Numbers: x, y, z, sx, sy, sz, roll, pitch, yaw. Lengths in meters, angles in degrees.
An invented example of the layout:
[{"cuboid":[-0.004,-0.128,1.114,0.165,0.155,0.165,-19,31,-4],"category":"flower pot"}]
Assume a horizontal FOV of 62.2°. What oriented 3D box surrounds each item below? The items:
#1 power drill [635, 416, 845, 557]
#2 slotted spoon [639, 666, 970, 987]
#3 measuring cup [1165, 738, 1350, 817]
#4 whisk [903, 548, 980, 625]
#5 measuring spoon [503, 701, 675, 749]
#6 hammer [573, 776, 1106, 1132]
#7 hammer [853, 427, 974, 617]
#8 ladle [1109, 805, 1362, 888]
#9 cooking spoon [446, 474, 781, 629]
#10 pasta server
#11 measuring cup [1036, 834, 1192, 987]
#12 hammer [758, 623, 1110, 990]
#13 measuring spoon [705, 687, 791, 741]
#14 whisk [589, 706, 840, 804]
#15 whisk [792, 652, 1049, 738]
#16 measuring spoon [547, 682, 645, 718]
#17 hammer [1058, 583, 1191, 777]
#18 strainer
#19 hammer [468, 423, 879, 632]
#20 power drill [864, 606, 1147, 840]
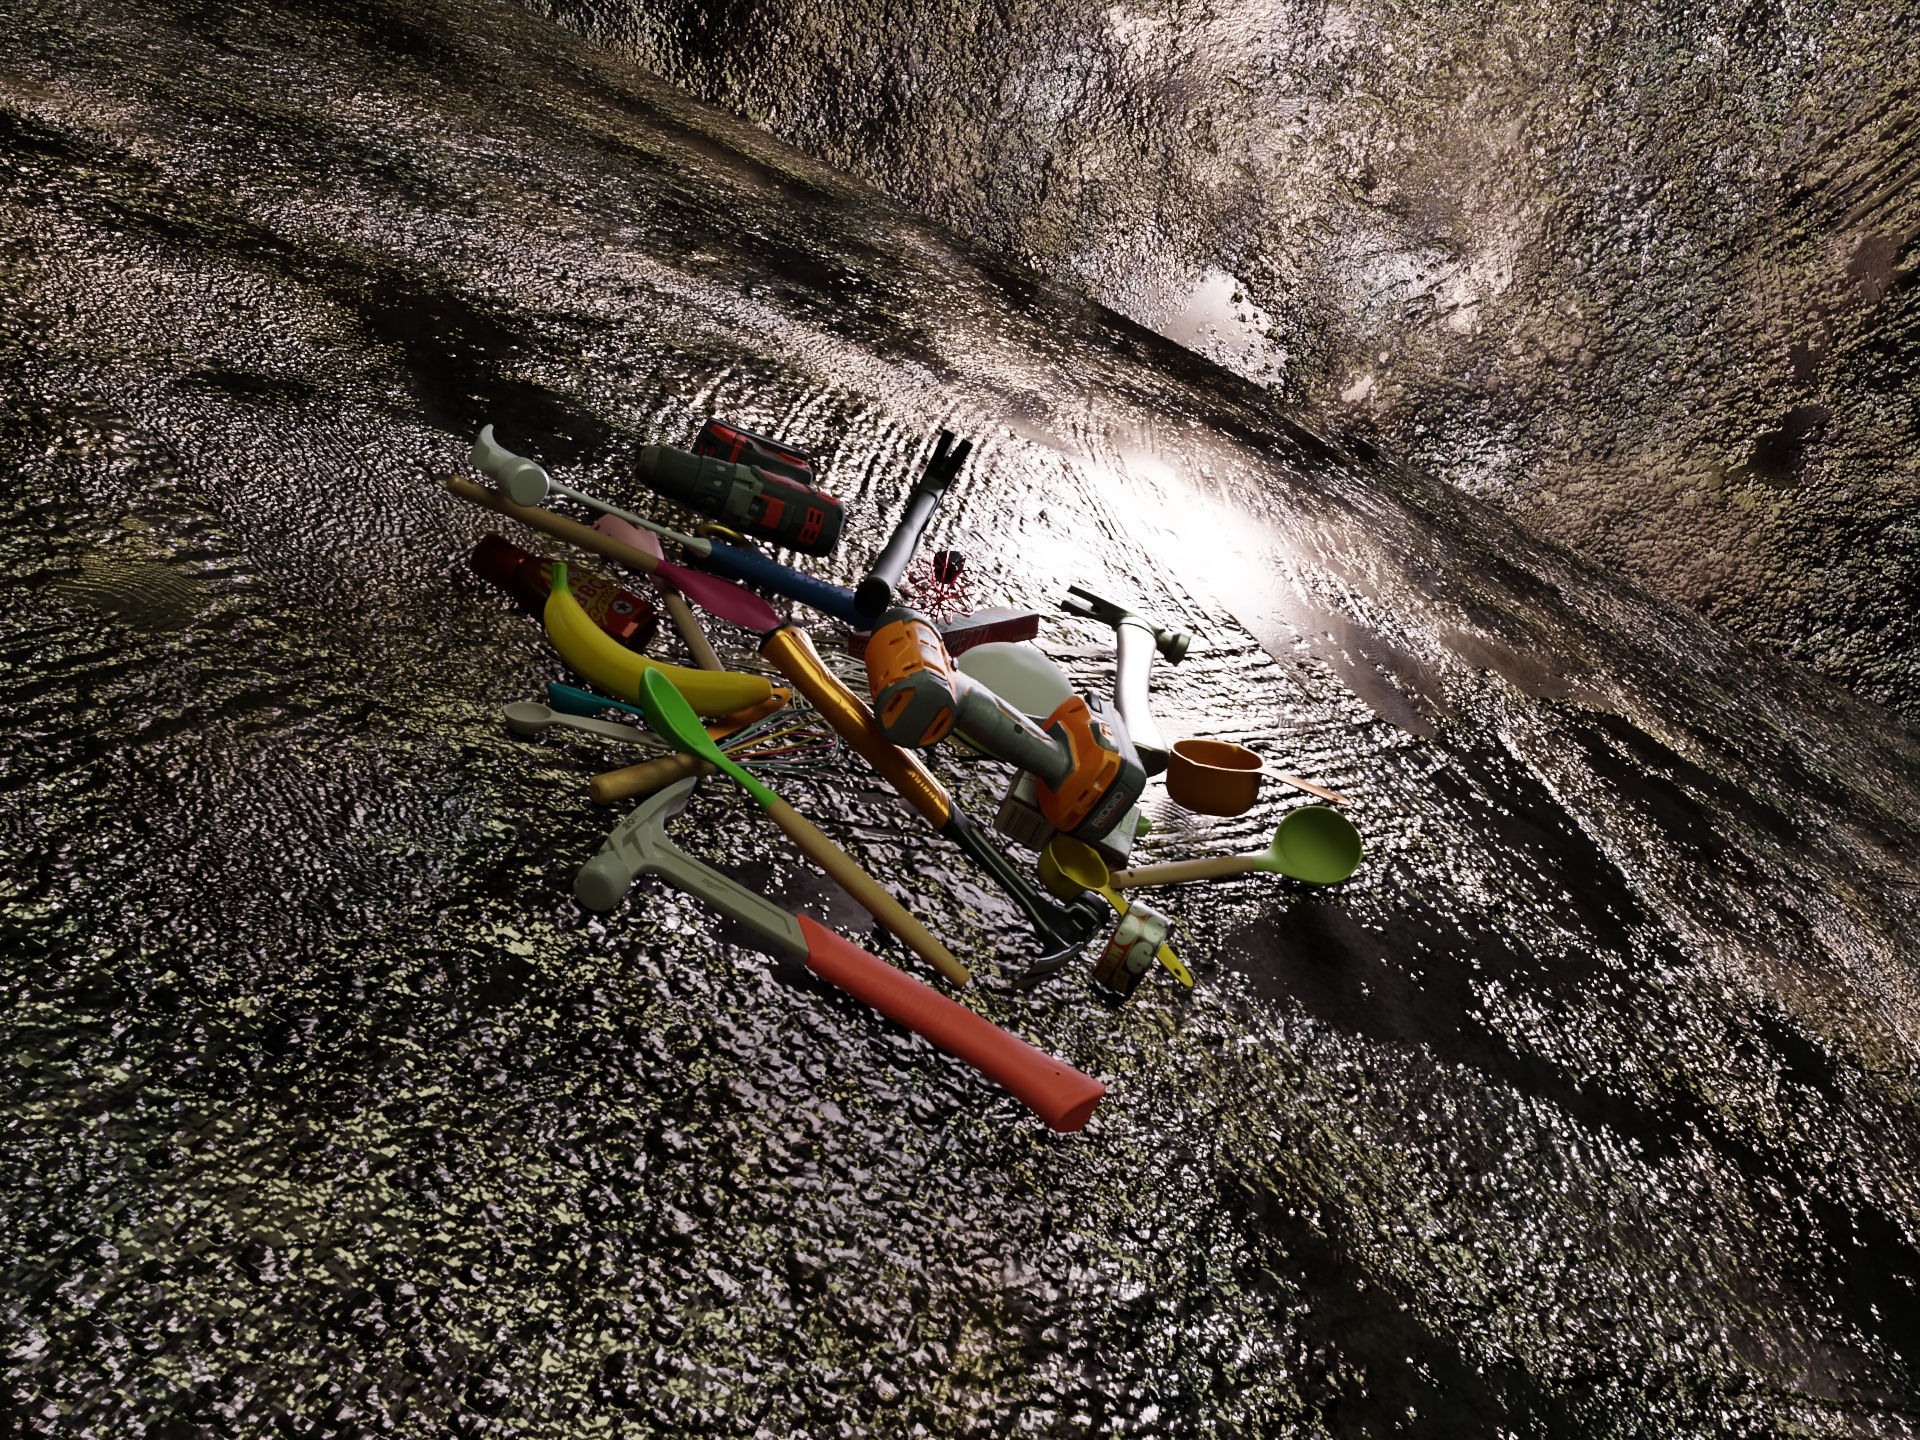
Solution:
[{"cuboid":[-0.212,-0.222,1.483,0.187,0.080,0.227,18,13,-18],"category":"power drill"},{"cuboid":[-0.113,0.077,1.108,0.314,0.031,0.070,42,6,6],"category":"slotted spoon"},{"cuboid":[0.266,0.067,1.438,0.174,0.052,0.095,21,20,29],"category":"measuring cup"},{"cuboid":[-0.015,-0.143,1.558,0.073,0.073,0.296,25,12,-4],"category":"whisk"},{"cuboid":[-0.263,0.010,1.131,0.124,0.018,0.034,12,22,-5],"category":"measuring spoon"},{"cuboid":[-0.068,0.158,1.042,0.359,0.036,0.149,29,27,6],"category":"hammer"},{"cuboid":[-0.051,-0.177,1.516,0.035,0.146,0.335,28,25,-4],"category":"hammer"},{"cuboid":[0.236,0.116,1.345,0.320,0.062,0.078,0,50,-47],"category":"ladle"},{"cuboid":[-0.274,-0.136,1.306,0.318,0.017,0.069,21,28,-40],"category":"cooking spoon"},{"cuboid":[-0.239,-0.085,1.337,0.060,0.040,0.317,3,39,-39],"category":"pasta server"},{"cuboid":[0.119,0.155,1.239,0.156,0.029,0.062,47,30,13],"category":"measuring cup"},{"cuboid":[-0.033,0.054,1.187,0.337,0.034,0.127,45,30,10],"category":"hammer"},{"cuboid":[-0.171,0.001,1.232,0.021,0.011,0.117,36,41,18],"category":"measuring spoon"},{"cuboid":[-0.174,0.029,1.183,0.047,0.051,0.245,2,13,40],"category":"whisk"},{"cuboid":[-0.002,-0.005,1.333,0.284,0.070,0.070,9,31,-18],"category":"whisk"},{"cuboid":[-0.250,0.000,1.187,0.128,0.021,0.042,19,2,-33],"category":"measuring spoon"},{"cuboid":[0.160,-0.041,1.557,0.146,0.038,0.411,24,21,-3],"category":"hammer"},{"cuboid":[0.084,0.003,1.416,0.257,0.069,0.151,41,30,29],"category":"strainer"},{"cuboid":[-0.230,-0.154,1.356,0.405,0.035,0.144,20,10,-42],"category":"hammer"},{"cuboid":[0.026,-0.009,1.248,0.226,0.084,0.164,27,23,-23],"category":"power drill"}]
